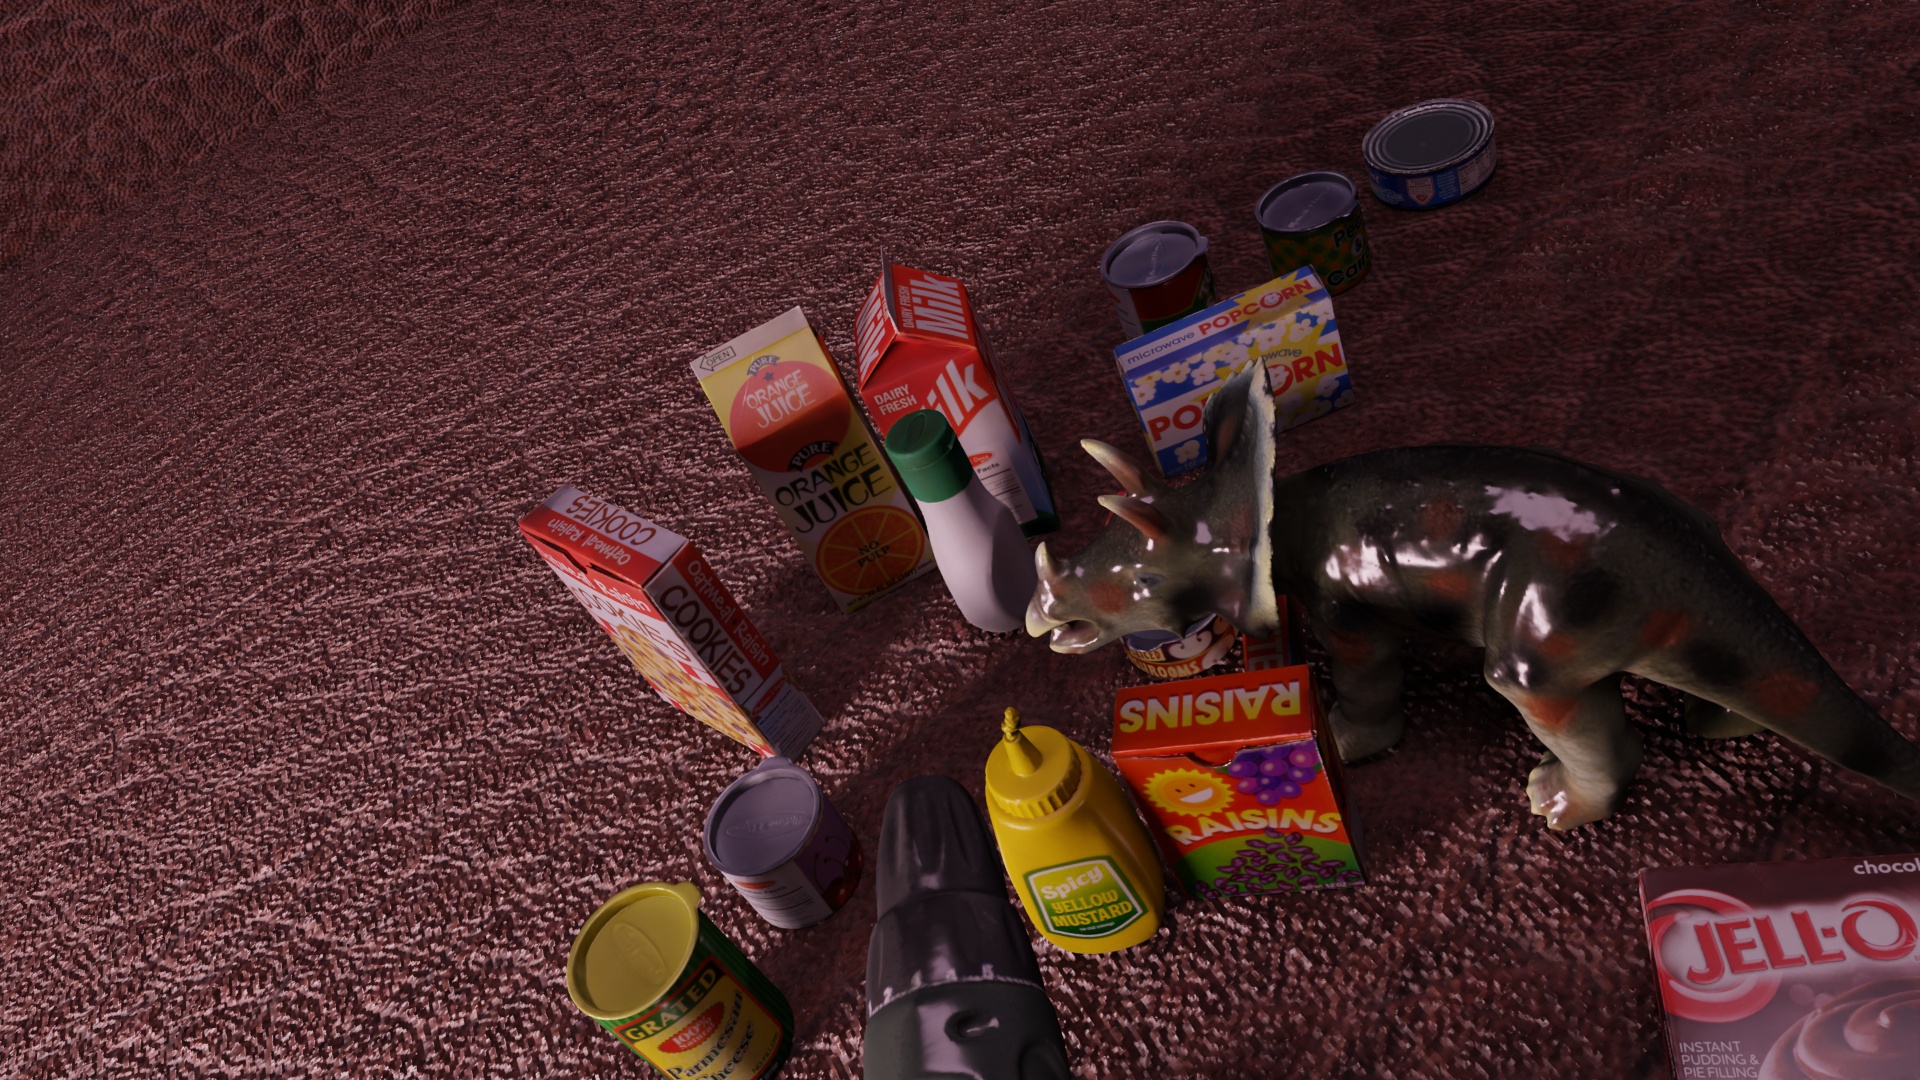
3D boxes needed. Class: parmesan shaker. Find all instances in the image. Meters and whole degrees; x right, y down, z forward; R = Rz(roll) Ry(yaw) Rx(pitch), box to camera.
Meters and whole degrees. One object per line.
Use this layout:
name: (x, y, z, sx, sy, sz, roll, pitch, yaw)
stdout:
parmesan shaker: (-0.127, 0.214, 0.656, 0.071, 0.102, 0.072, -15, 43, 15)

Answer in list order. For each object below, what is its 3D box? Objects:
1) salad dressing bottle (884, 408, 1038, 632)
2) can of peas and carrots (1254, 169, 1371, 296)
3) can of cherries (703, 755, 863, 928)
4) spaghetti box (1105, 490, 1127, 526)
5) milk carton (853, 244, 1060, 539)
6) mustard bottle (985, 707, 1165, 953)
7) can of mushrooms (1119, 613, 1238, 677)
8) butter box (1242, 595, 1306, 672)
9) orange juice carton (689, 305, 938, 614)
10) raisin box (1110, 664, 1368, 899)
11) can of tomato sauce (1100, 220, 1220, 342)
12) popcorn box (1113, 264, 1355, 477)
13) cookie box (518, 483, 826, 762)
salad dressing bottle: (0.003, -0.010, 0.778, 0.044, 0.147, 0.064, -4, 47, 25)
can of peas and carrots: (0.235, -0.200, 0.913, 0.071, 0.058, 0.071, -15, 43, 15)
can of cherries: (-0.090, 0.158, 0.727, 0.071, 0.058, 0.072, -15, 43, 15)
spaghetti box: (0.204, -0.005, 0.740, 0.250, 0.050, 0.029, -2, 48, 27)
milk carton: (-0.008, -0.082, 0.825, 0.073, 0.189, 0.073, -20, 42, 9)
mustard bottle: (0.044, 0.125, 0.610, 0.065, 0.159, 0.049, -17, 42, 13)
can of mushrooms: (0.115, 0.041, 0.753, 0.071, 0.033, 0.071, -15, 43, 15)
butter box: (0.159, 0.055, 0.701, 0.024, 0.053, 0.104, -11, 44, 19)
orange juice carton: (-0.086, -0.052, 0.835, 0.072, 0.192, 0.073, -28, 41, 1)
raisin box: (0.124, 0.110, 0.611, 0.086, 0.123, 0.040, -9, 45, 21)
can of tomato sauce: (0.136, -0.154, 0.901, 0.071, 0.082, 0.071, -15, 43, 15)
popcorn box: (0.164, -0.099, 0.829, 0.126, 0.085, 0.038, -23, 42, 6)
cookie box: (-0.163, 0.050, 0.792, 0.123, 0.166, 0.040, 20, 60, 40)
